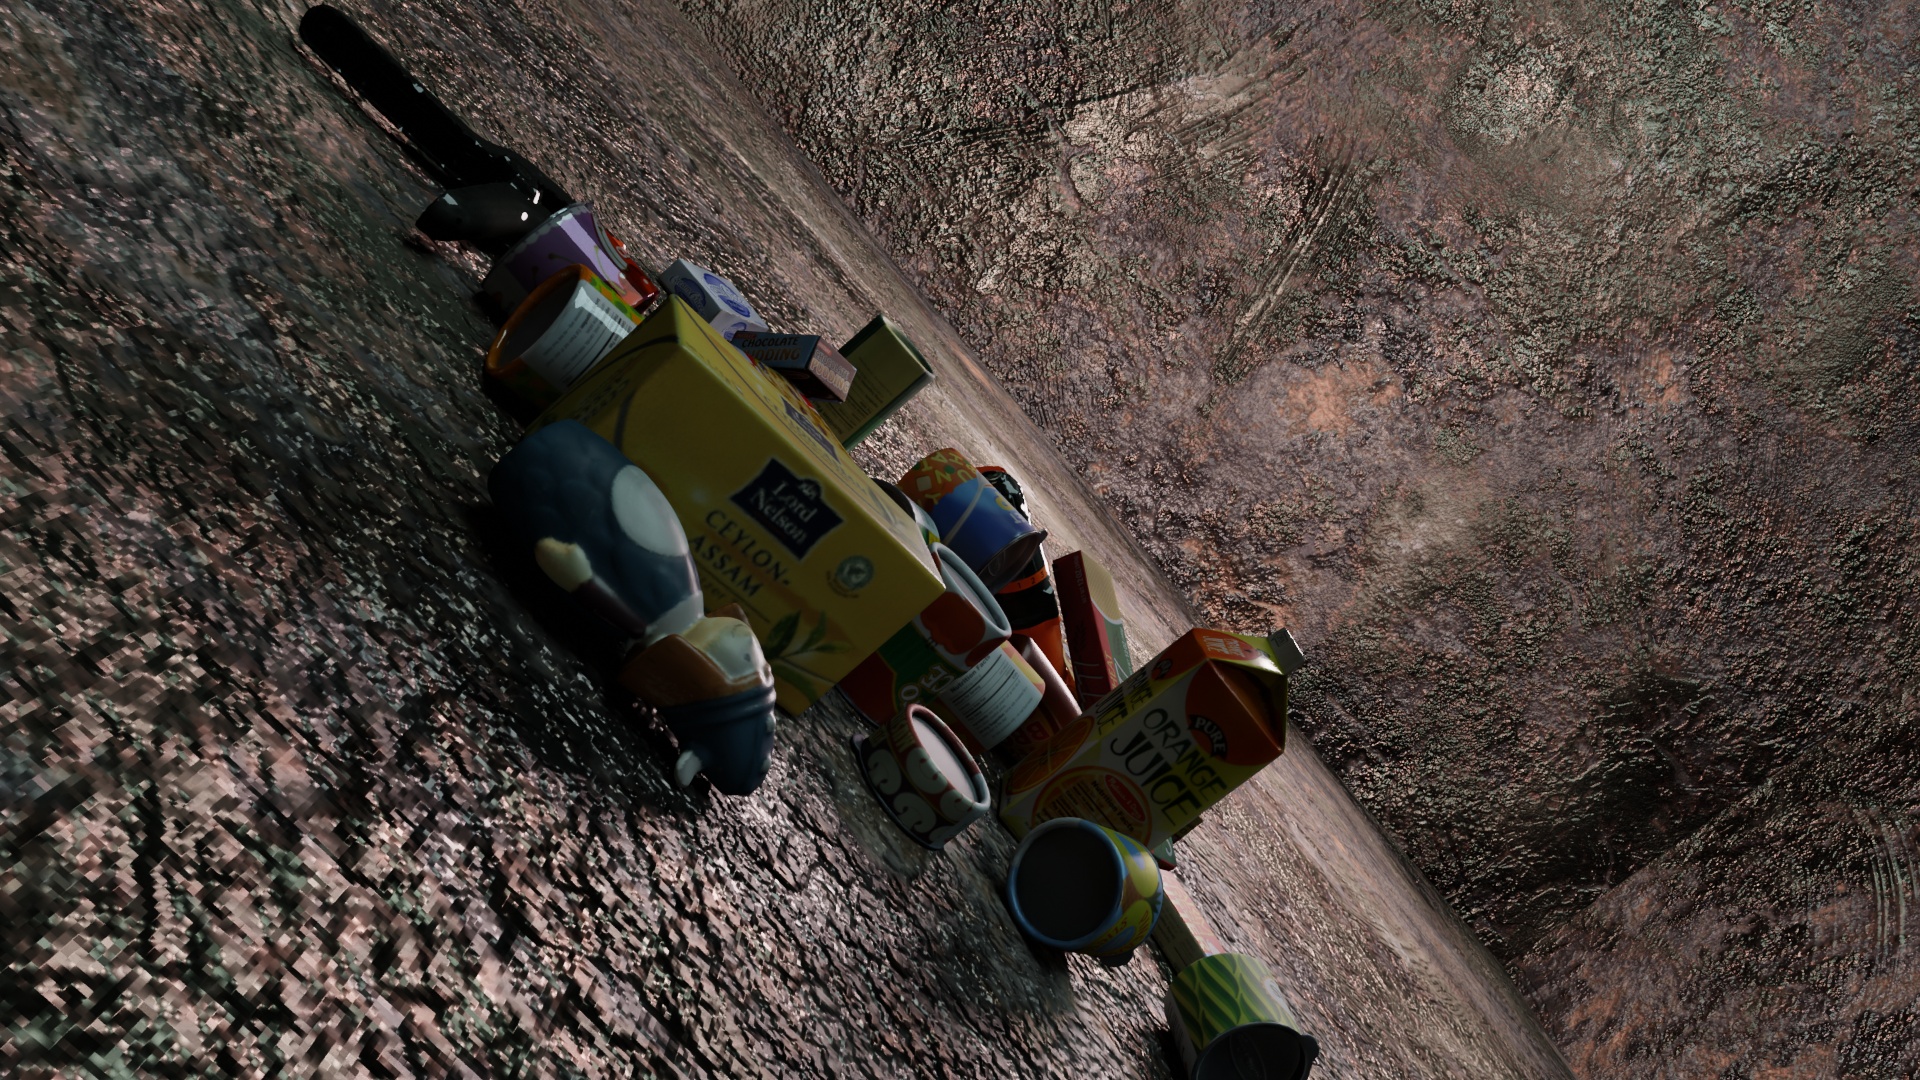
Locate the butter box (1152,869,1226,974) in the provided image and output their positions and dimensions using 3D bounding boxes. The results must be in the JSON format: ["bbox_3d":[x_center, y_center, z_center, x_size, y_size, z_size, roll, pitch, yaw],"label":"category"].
[{"bbox_3d":[0.148,0.261,0.903,0.104,0.024,0.053,56,12,30],"label":"butter box"}]

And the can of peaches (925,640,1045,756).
[{"bbox_3d":[0.006,0.084,0.814,0.058,0.071,0.071,48,10,-10],"label":"can of peaches"}]

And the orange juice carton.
[{"bbox_3d":[0.119,0.118,0.813,0.073,0.192,0.072,50,8,-5],"label":"orange juice carton"}]

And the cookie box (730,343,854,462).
[{"bbox_3d":[-0.121,-0.065,0.874,0.123,0.040,0.167,53,9,18],"label":"cookie box"}]

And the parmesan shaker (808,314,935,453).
[{"bbox_3d":[-0.076,-0.115,1.069,0.071,0.103,0.071,49,9,-11],"label":"parmesan shaker"}]

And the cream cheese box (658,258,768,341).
[{"bbox_3d":[-0.186,-0.179,1.052,0.053,0.024,0.104,50,10,7],"label":"cream cheese box"}]

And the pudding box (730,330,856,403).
[{"bbox_3d":[-0.122,-0.124,0.991,0.084,0.030,0.049,9,-20,35],"label":"pudding box"}]

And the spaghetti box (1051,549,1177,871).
[{"bbox_3d":[0.109,0.122,1.011,0.050,0.028,0.251,36,36,-45],"label":"spaghetti box"}]

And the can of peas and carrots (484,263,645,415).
[{"bbox_3d":[-0.175,-0.084,0.638,0.058,0.071,0.071,43,12,-34],"label":"can of peas and carrots"}]

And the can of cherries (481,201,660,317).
[{"bbox_3d":[-0.192,-0.127,0.696,0.058,0.071,0.071,49,10,-9],"label":"can of cherries"}]

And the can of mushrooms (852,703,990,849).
[{"bbox_3d":[-0.019,0.114,0.684,0.071,0.033,0.071,48,11,-12],"label":"can of mushrooms"}]

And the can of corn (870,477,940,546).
[{"bbox_3d":[-0.052,0.002,0.854,0.071,0.071,0.058,53,4,18],"label":"can of corn"}]

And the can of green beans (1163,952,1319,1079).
[{"bbox_3d":[0.150,0.270,0.759,0.071,0.071,0.058,46,10,-22],"label":"can of green beans"}]

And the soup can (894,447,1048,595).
[{"bbox_3d":[0.003,-0.011,0.908,0.084,0.071,0.071,47,8,19],"label":"soup can"}]

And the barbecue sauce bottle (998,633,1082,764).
[{"bbox_3d":[0.055,0.127,0.897,0.148,0.064,0.044,54,43,-23],"label":"barbecue sauce bottle"}]

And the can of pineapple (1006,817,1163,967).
[{"bbox_3d":[0.065,0.180,0.713,0.071,0.071,0.058,56,12,31],"label":"can of pineapple"}]

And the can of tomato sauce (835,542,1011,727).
[{"bbox_3d":[-0.023,0.053,0.743,0.071,0.083,0.071,48,10,-11],"label":"can of tomato sauce"}]

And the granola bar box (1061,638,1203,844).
[{"bbox_3d":[0.117,0.155,1.112,0.165,0.039,0.125,44,12,-33],"label":"granola bar box"}]
